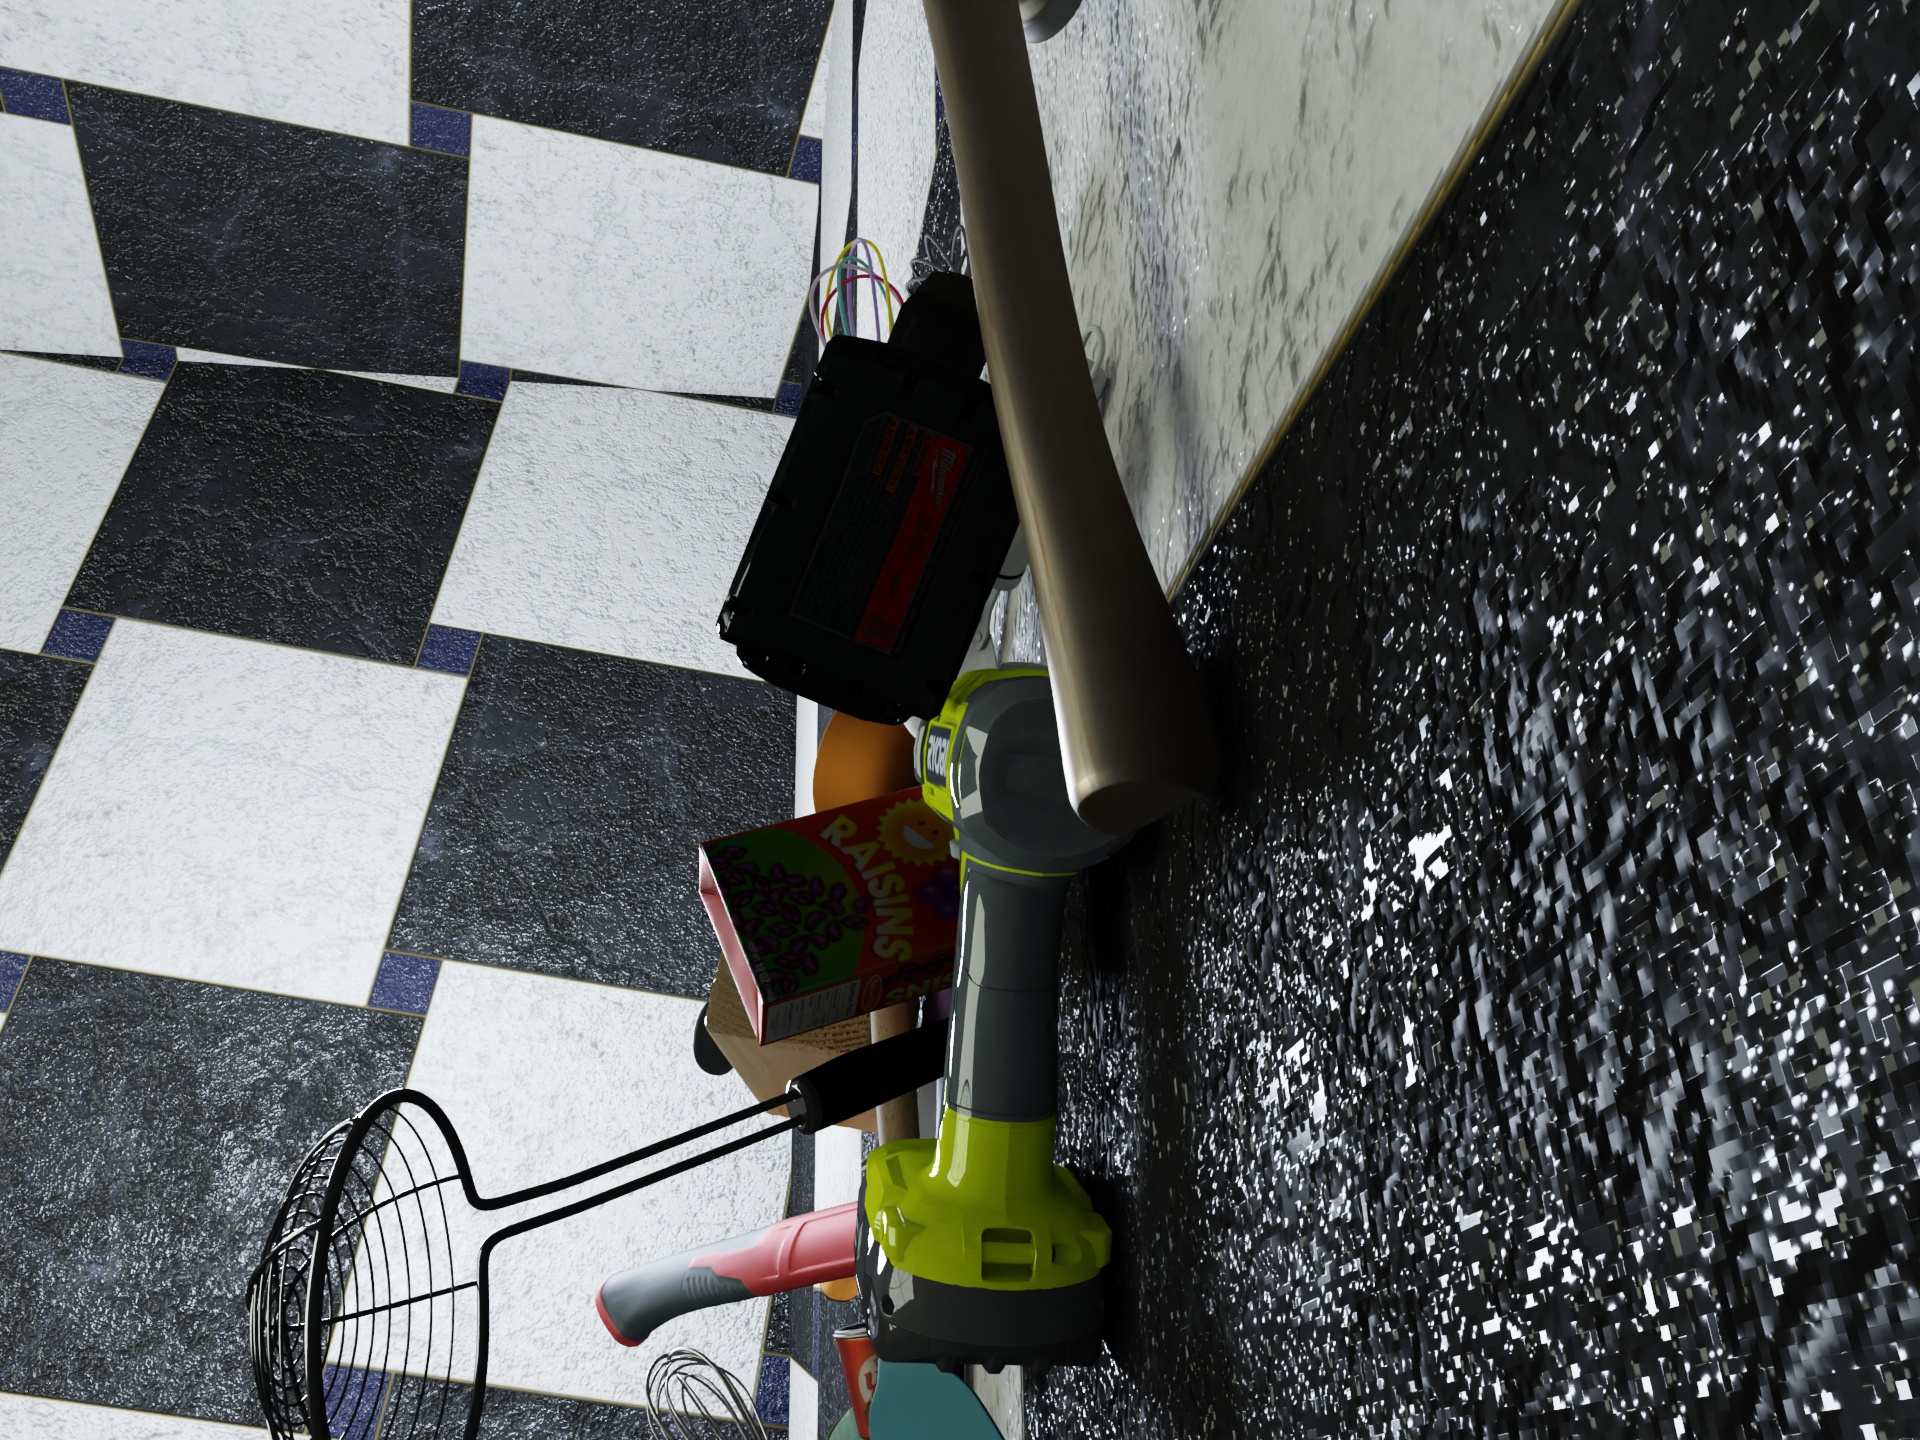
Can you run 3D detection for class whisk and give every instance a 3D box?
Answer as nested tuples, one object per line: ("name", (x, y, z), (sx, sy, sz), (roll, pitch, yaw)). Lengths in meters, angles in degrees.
("whisk", (-0.040, -0.141, 0.810), (0.051, 0.047, 0.245), (37, -140, -62))
("whisk", (-0.007, -0.219, 0.865), (0.239, 0.055, 0.055), (-149, 61, -85))
("whisk", (-0.083, 0.426, 0.822), (0.246, 0.059, 0.057), (44, 112, 24))

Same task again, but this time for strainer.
("strainer", (0.012, -0.058, 0.655), (0.258, 0.050, 0.087), (113, 146, -47))

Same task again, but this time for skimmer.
("skimmer", (-0.082, 0.160, 0.573), (0.090, 0.363, 0.127), (-6, 93, 42))

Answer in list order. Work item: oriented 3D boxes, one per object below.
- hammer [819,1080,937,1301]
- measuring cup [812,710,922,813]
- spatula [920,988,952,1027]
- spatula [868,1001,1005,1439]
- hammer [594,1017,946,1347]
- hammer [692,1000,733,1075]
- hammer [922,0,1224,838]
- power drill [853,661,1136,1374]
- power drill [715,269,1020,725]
("hammer", (-0.055, 0.304, 0.963), (0.336, 0.034, 0.127), (112, 165, -63))
("measuring cup", (-0.028, 0.053, 0.932), (0.095, 0.052, 0.173), (-62, -31, -27))
("spatula", (0.004, 0.115, 0.798), (0.315, 0.018, 0.060), (102, 152, -49))
("spatula", (-0.018, 0.202, 0.692), (0.082, 0.044, 0.318), (-38, 41, 31))
("hammer", (-0.099, 0.270, 0.844), (0.386, 0.038, 0.143), (-33, 49, 47))
("hammer", (-0.110, 0.113, 1.133), (0.409, 0.036, 0.149), (-66, -19, -61))
("hammer", (0.011, -0.154, 0.505), (0.038, 0.146, 0.411), (-34, 50, 35))
("power drill", (0.010, 0.093, 0.575), (0.190, 0.080, 0.228), (-169, 84, -81))
("power drill", (-0.026, -0.094, 0.615), (0.227, 0.080, 0.188), (-126, 58, -81))
